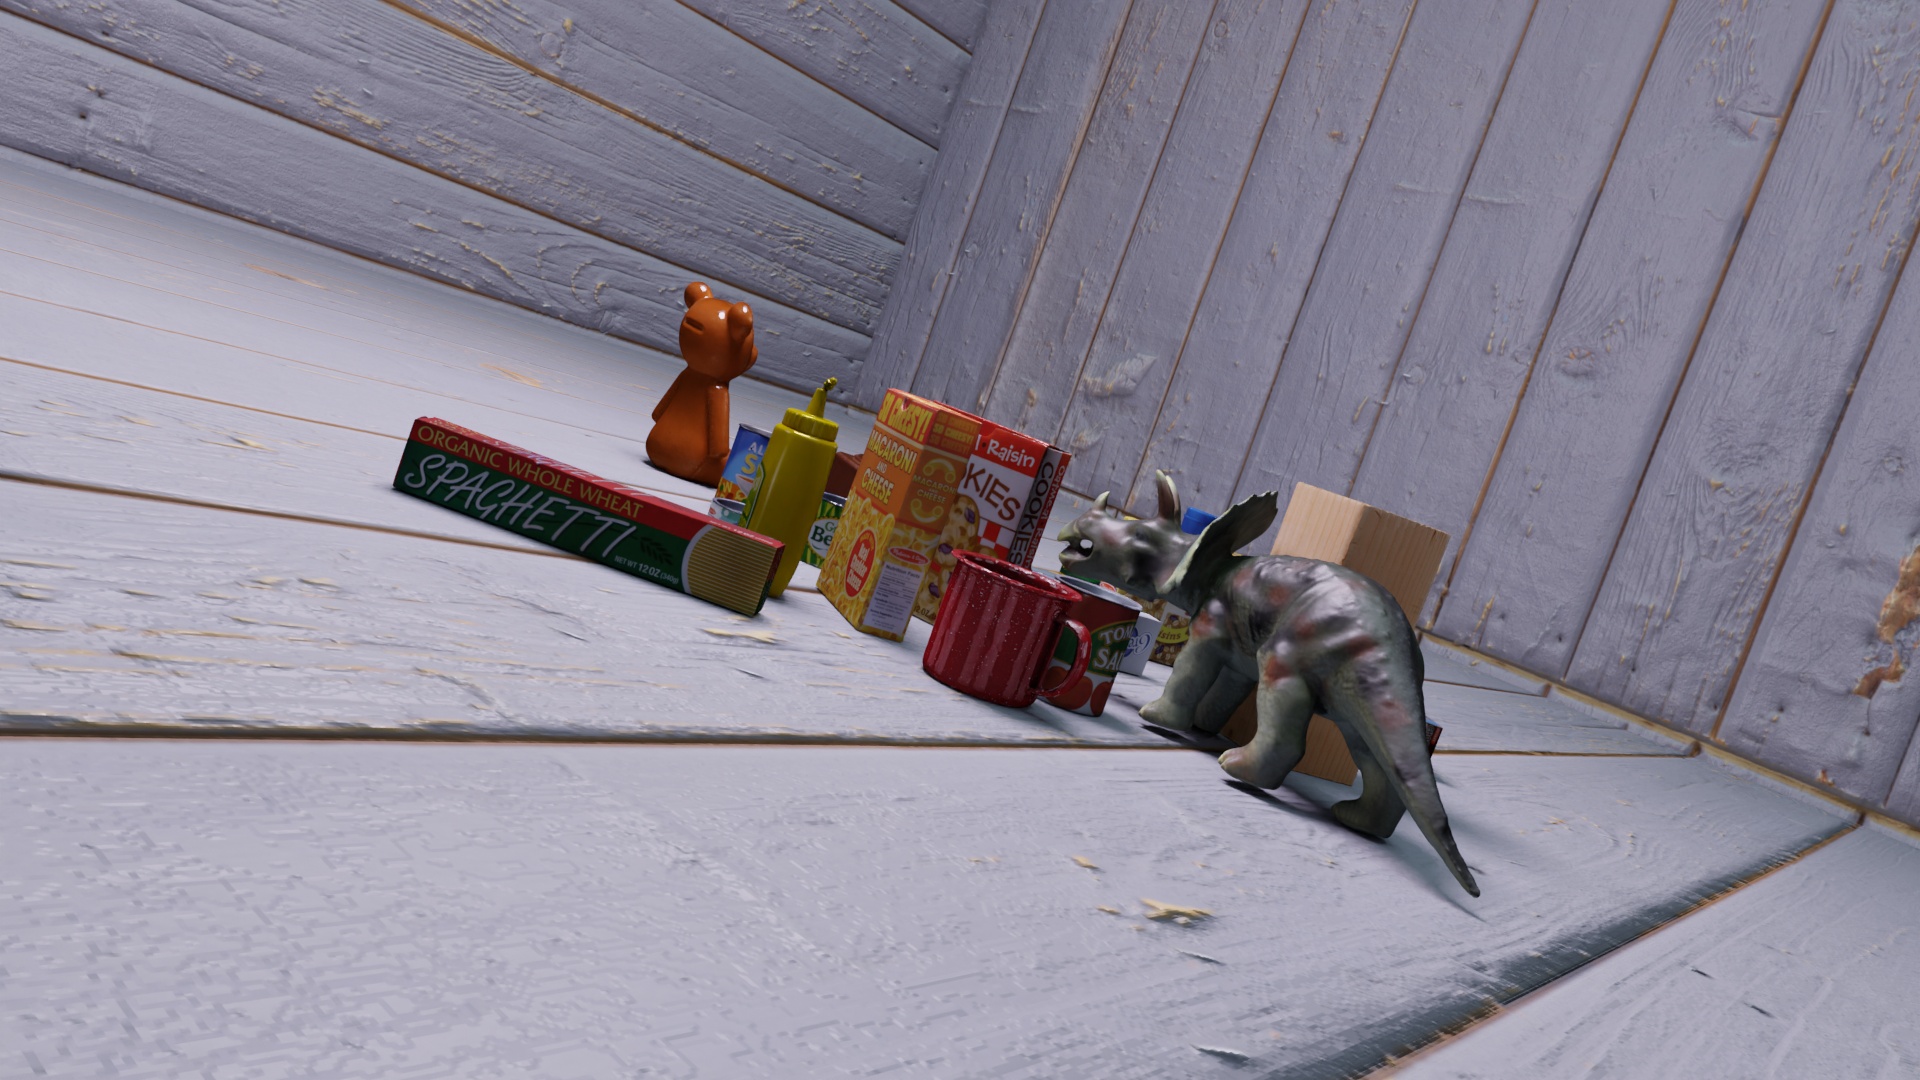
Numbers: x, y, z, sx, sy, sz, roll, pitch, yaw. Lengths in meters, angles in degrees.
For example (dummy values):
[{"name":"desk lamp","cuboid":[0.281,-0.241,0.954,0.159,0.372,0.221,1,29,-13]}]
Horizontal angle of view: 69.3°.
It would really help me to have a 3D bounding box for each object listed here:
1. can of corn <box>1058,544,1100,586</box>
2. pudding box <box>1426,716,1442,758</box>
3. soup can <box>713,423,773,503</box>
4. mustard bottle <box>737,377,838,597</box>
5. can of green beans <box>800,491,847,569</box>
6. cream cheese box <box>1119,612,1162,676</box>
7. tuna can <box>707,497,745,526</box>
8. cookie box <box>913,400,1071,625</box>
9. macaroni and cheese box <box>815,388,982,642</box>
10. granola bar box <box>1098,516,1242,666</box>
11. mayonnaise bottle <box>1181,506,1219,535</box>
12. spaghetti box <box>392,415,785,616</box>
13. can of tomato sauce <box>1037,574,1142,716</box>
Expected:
[{"name":"can of corn","cuboid":[0.141,0.044,1.573,0.071,0.058,0.071,20,6,-2]},{"name":"pudding box","cuboid":[0.404,0.177,1.266,0.030,0.049,0.084,20,6,-3]},{"name":"soup can","cuboid":[-0.187,-0.059,1.299,0.071,0.083,0.071,20,5,-2]},{"name":"mustard bottle","cuboid":[-0.121,-0.042,0.989,0.049,0.160,0.065,18,5,-17]},{"name":"can of green beans","cuboid":[-0.109,-0.006,1.202,0.071,0.057,0.071,20,6,-2]},{"name":"cream cheese box","cuboid":[0.121,0.080,1.195,0.104,0.053,0.024,17,6,-31]},{"name":"tuna can","cuboid":[-0.173,-0.008,1.131,0.071,0.032,0.071,20,6,-2]},{"name":"cookie box","cuboid":[0.004,-0.014,1.111,0.123,0.167,0.040,24,6,35]},{"name":"macaroni and cheese box","cuboid":[-0.049,-0.023,1.024,0.040,0.166,0.124,18,6,-23]},{"name":"granola bar box","cuboid":[0.214,0.059,1.348,0.165,0.124,0.039,17,6,-25]},{"name":"mayonnaise bottle","cuboid":[0.237,0.039,1.496,0.041,0.148,0.065,23,6,28]},{"name":"spaghetti box","cuboid":[-0.240,-0.016,0.897,0.250,0.050,0.029,20,5,-1]},{"name":"can of tomato sauce","cuboid":[0.085,0.075,0.982,0.071,0.083,0.071,20,5,-2]}]
